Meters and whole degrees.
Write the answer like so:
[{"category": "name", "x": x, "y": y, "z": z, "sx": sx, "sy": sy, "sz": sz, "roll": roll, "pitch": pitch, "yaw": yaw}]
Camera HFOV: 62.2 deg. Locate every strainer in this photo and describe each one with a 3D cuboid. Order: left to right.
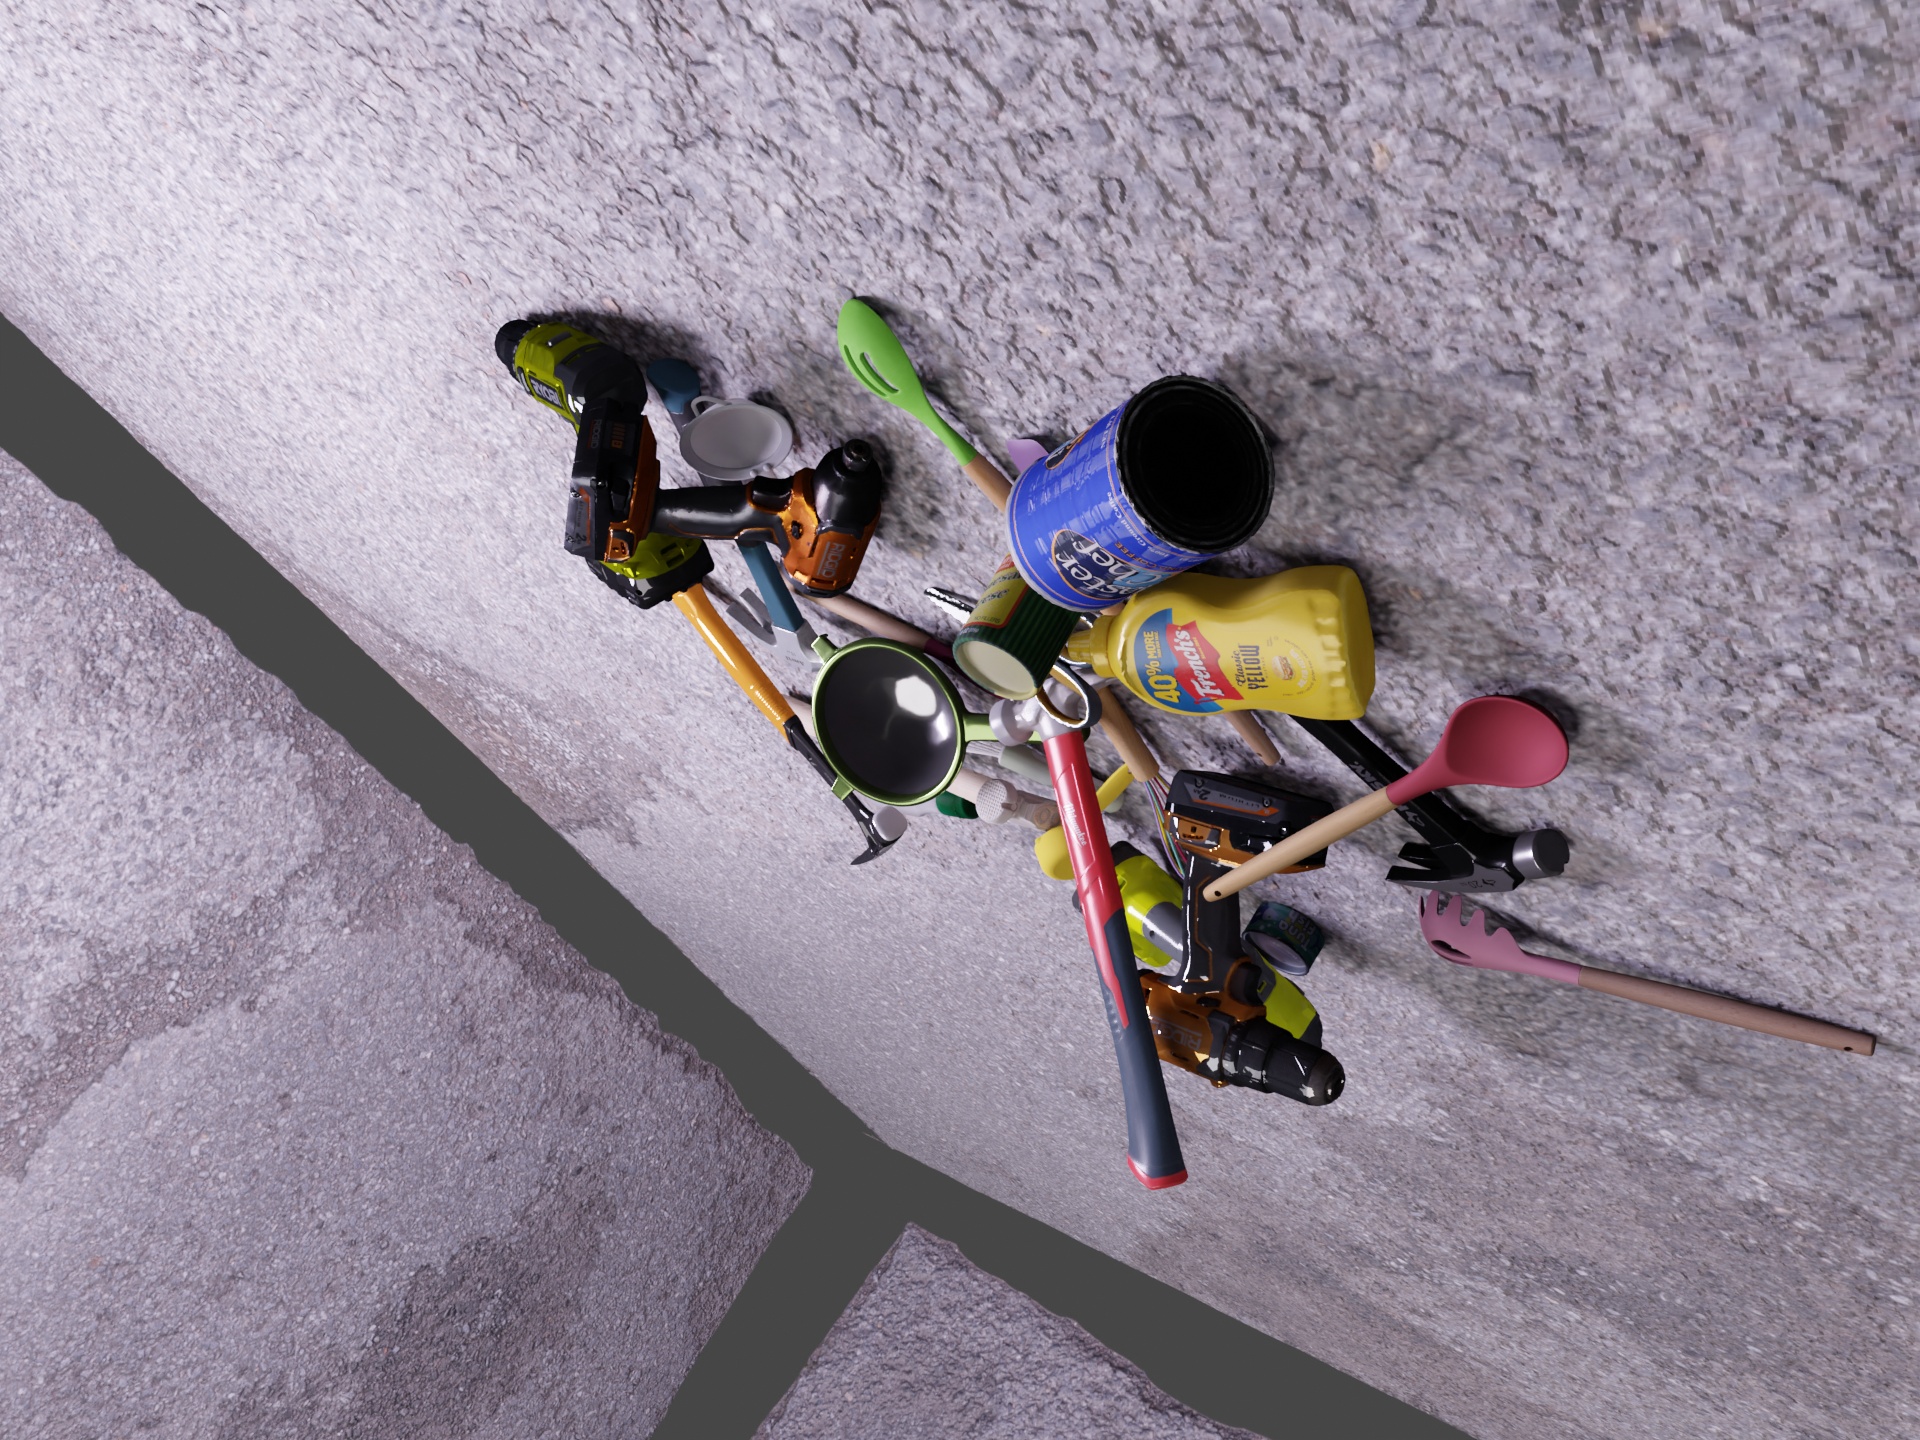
[{"category": "strainer", "x": -0.146, "y": -0.183, "z": 1.261, "sx": 0.087, "sy": 0.050, "sz": 0.258, "roll": -19, "pitch": 142, "yaw": 13}, {"category": "strainer", "x": -0.002, "y": -0.004, "z": 1.347, "sx": 0.256, "sy": 0.069, "sz": 0.151, "roll": 3, "pitch": 110, "yaw": 26}]

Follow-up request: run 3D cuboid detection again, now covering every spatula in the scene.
[{"category": "spatula", "x": 0.132, "y": -0.077, "z": 1.099, "sx": 0.315, "sy": 0.018, "sz": 0.060, "roll": 47, "pitch": 165, "yaw": -24}]

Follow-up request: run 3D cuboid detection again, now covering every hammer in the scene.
[{"category": "hammer", "x": -0.180, "y": -0.161, "z": 1.330, "sx": 0.128, "sy": 0.033, "sz": 0.330, "roll": 20, "pitch": 148, "yaw": 33}, {"category": "hammer", "x": -0.176, "y": -0.005, "z": 1.548, "sx": 0.337, "sy": 0.034, "sz": 0.127, "roll": 52, "pitch": 156, "yaw": 4}, {"category": "hammer", "x": -0.048, "y": 0.039, "z": 1.532, "sx": 0.146, "sy": 0.038, "sz": 0.411, "roll": 18, "pitch": -179, "yaw": -44}, {"category": "hammer", "x": 0.121, "y": 0.152, "z": 1.192, "sx": 0.143, "sy": 0.038, "sz": 0.386, "roll": -22, "pitch": 77, "yaw": 43}, {"category": "hammer", "x": 0.246, "y": 0.004, "z": 1.075, "sx": 0.334, "sy": 0.035, "sz": 0.146, "roll": 40, "pitch": 157, "yaw": -10}]

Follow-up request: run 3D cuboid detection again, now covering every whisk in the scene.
[{"category": "whisk", "x": 0.034, "y": 0.024, "z": 1.414, "sx": 0.246, "sy": 0.059, "sz": 0.058, "roll": 24, "pitch": -168, "yaw": 18}, {"category": "whisk", "x": 0.159, "y": 0.059, "z": 1.301, "sx": 0.047, "sy": 0.051, "sz": 0.244, "roll": 16, "pitch": 148, "yaw": 52}]

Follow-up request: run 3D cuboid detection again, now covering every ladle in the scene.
[{"category": "ladle", "x": 0.267, "y": 0.061, "z": 1.047, "sx": 0.069, "sy": 0.031, "sz": 0.315, "roll": 49, "pitch": 136, "yaw": -4}]

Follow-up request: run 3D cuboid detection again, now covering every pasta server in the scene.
[{"category": "pasta server", "x": 0.468, "y": 0.180, "z": 1.121, "sx": 0.316, "sy": 0.040, "sz": 0.060, "roll": 11, "pitch": 147, "yaw": 39}]

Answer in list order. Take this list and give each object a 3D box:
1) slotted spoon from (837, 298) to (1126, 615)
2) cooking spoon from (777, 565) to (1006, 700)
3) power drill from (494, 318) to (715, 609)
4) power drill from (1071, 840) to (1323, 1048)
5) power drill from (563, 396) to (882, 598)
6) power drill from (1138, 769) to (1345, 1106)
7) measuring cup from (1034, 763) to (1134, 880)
[{"category": "slotted spoon", "x": 0.024, "y": -0.160, "z": 1.080, "sx": 0.313, "sy": 0.031, "sz": 0.070, "roll": 44, "pitch": 165, "yaw": -22}, {"category": "cooking spoon", "x": -0.048, "y": -0.074, "z": 1.363, "sx": 0.319, "sy": 0.017, "sz": 0.068, "roll": 26, "pitch": 163, "yaw": 23}, {"category": "power drill", "x": -0.300, "y": -0.220, "z": 1.312, "sx": 0.191, "sy": 0.080, "sz": 0.228, "roll": 32, "pitch": 149, "yaw": 44}, {"category": "power drill", "x": 0.210, "y": 0.205, "z": 1.374, "sx": 0.171, "sy": 0.080, "sz": 0.223, "roll": 42, "pitch": 177, "yaw": -39}, {"category": "power drill", "x": -0.171, "y": -0.168, "z": 1.175, "sx": 0.226, "sy": 0.084, "sz": 0.164, "roll": 8, "pitch": 151, "yaw": -13}, {"category": "power drill", "x": 0.217, "y": 0.165, "z": 1.187, "sx": 0.185, "sy": 0.226, "sz": 0.084, "roll": 16, "pitch": -173, "yaw": 40}, {"category": "measuring cup", "x": 0.116, "y": 0.087, "z": 1.353, "sx": 0.062, "sy": 0.029, "sz": 0.156, "roll": 7, "pitch": 140, "yaw": -28}]
